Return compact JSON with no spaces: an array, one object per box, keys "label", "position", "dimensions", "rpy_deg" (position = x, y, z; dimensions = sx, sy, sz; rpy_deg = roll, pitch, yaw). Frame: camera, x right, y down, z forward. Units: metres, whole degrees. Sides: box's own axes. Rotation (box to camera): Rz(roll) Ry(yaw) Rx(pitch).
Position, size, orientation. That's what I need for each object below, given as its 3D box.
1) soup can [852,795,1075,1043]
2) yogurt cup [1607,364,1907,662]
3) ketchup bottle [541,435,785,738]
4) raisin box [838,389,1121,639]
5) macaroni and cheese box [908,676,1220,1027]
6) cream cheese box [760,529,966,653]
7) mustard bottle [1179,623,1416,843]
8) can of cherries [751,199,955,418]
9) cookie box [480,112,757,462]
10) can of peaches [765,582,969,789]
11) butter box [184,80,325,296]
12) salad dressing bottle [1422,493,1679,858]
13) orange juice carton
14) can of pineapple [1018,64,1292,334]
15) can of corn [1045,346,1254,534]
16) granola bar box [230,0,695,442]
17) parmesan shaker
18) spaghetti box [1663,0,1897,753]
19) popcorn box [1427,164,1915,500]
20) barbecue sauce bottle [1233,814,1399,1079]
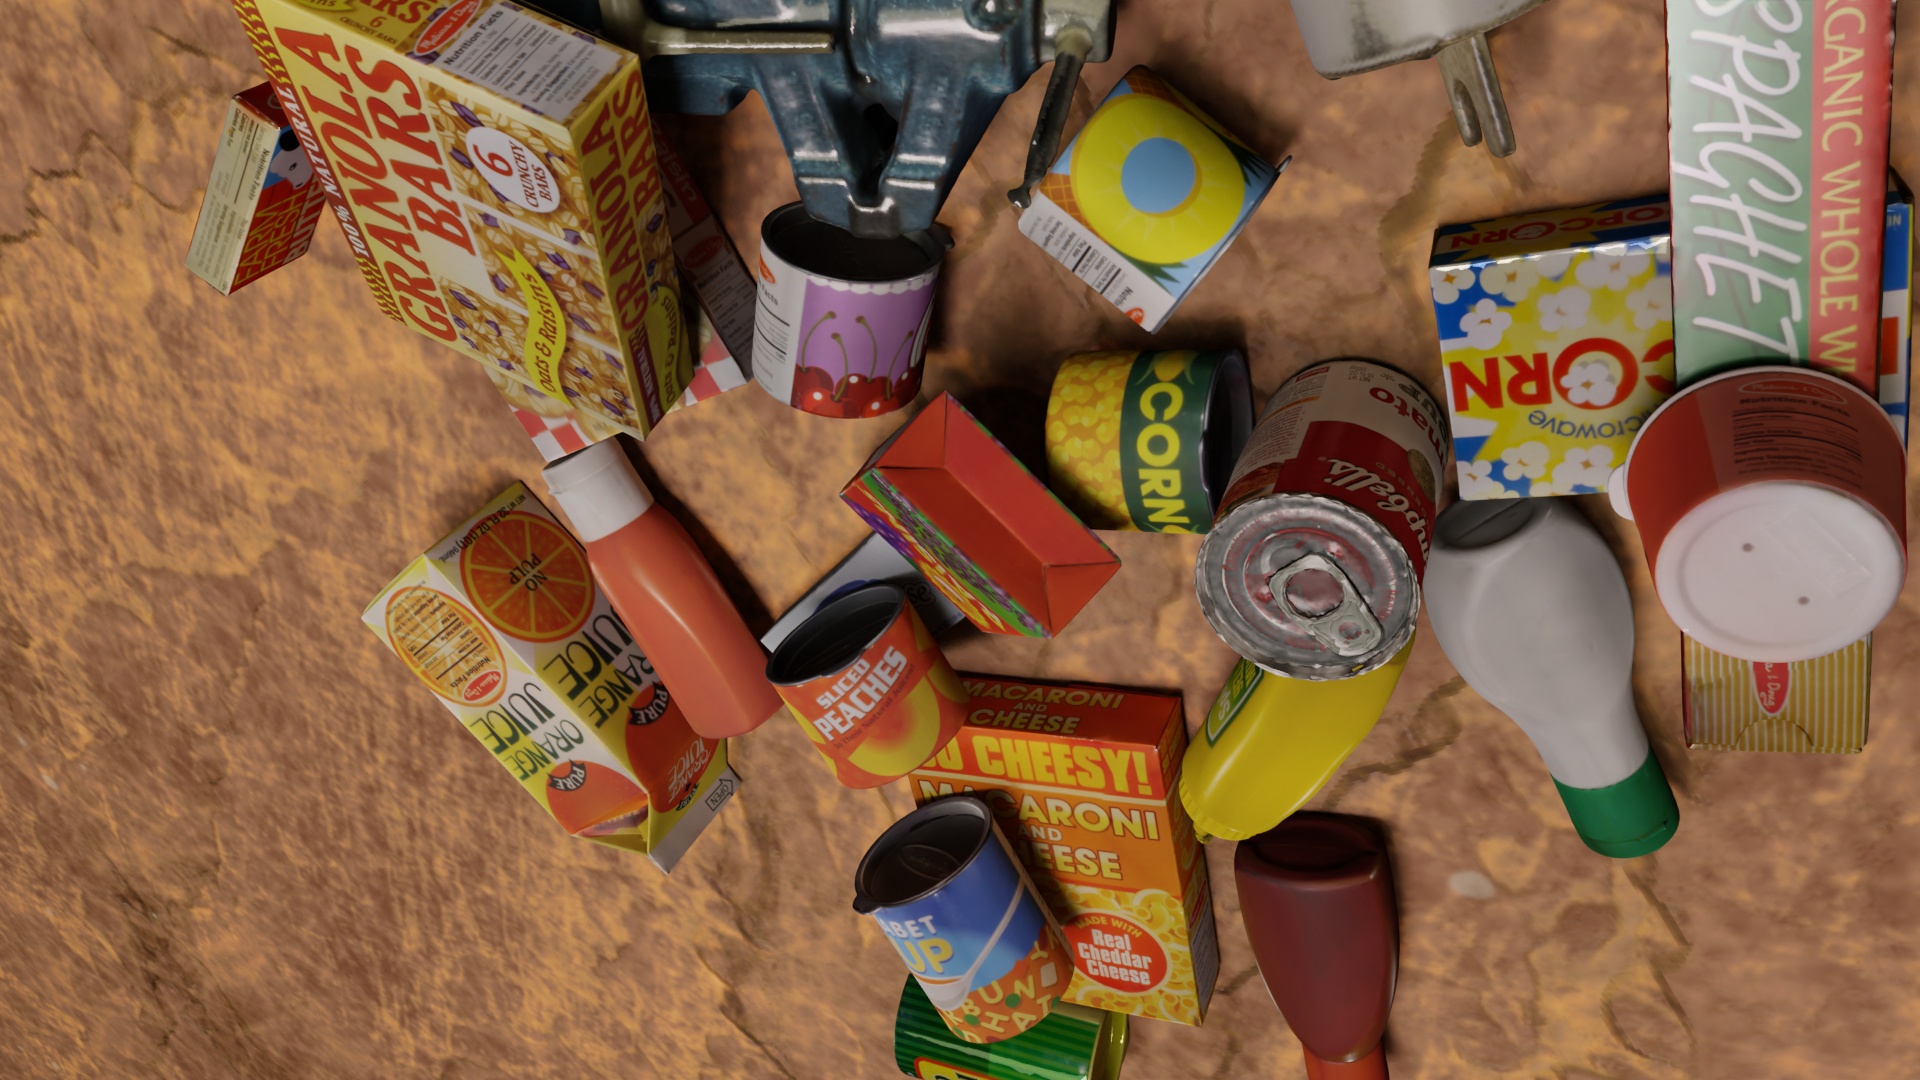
[{"label":"soup can","position":[0.001,0.166,0.602],"dimensions":[0.071,0.072,0.083],"rpy_deg":[-16,113,33]},{"label":"yogurt cup","position":[0.211,-0.005,0.364],"dimensions":[0.072,0.054,0.072],"rpy_deg":[12,125,18]},{"label":"ketchup bottle","position":[-0.138,0.022,0.642],"dimensions":[0.064,0.044,0.148],"rpy_deg":[-6,119,51]},{"label":"raisin box","position":[0.002,-0.006,0.517],"dimensions":[0.086,0.040,0.123],"rpy_deg":[43,171,-6]},{"label":"macaroni and cheese box","position":[0.047,0.141,0.637],"dimensions":[0.123,0.040,0.165],"rpy_deg":[2,122,25]},{"label":"cream cheese box","position":[-0.040,0.033,0.617],"dimensions":[0.053,0.024,0.103],"rpy_deg":[45,128,-5]},{"label":"mustard bottle","position":[0.121,0.076,0.545],"dimensions":[0.049,0.066,0.159],"rpy_deg":[25,132,3]},{"label":"can of cherries","position":[-0.040,-0.086,0.514],"dimensions":[0.071,0.072,0.058],"rpy_deg":[20,128,12]},{"label":"cookie box","position":[-0.164,-0.126,0.563],"dimensions":[0.122,0.040,0.167],"rpy_deg":[-16,114,33]},{"label":"can of peaches","position":[-0.037,0.061,0.571],"dimensions":[0.071,0.071,0.058],"rpy_deg":[-17,115,33]},{"label":"butter box","position":[-0.296,-0.155,0.598],"dimensions":[0.024,0.053,0.103],"rpy_deg":[39,130,-6]},{"label":"salad dressing bottle","position":[0.213,0.050,0.492],"dimensions":[0.064,0.044,0.147],"rpy_deg":[-32,112,2]},{"label":"orange juice carton","position":[-0.190,0.074,0.685],"dimensions":[0.072,0.072,0.192],"rpy_deg":[-33,103,37]},{"label":"can of pineapple","position":[0.062,-0.111,0.449],"dimensions":[0.058,0.071,0.070],"rpy_deg":[38,129,-1]},{"label":"can of corn","position":[0.067,-0.035,0.492],"dimensions":[0.058,0.071,0.071],"rpy_deg":[2,122,25]},{"label":"granola bar box","position":[-0.160,-0.116,0.474],"dimensions":[0.124,0.039,0.164],"rpy_deg":[25,153,9]},{"label":"parmesan shaker","position":[0.027,0.250,0.703],"dimensions":[0.103,0.072,0.071],"rpy_deg":[7,123,22]},{"label":"spaghetti box","position":[0.225,-0.047,0.385],"dimensions":[0.050,0.029,0.249],"rpy_deg":[-2,120,26]},{"label":"popcorn box","position":[0.215,-0.060,0.426],"dimensions":[0.126,0.038,0.085],"rpy_deg":[-3,120,27]},{"label":"barbecue sauce bottle","position":[0.163,0.190,0.612],"dimensions":[0.065,0.044,0.148],"rpy_deg":[-1,121,26]}]
